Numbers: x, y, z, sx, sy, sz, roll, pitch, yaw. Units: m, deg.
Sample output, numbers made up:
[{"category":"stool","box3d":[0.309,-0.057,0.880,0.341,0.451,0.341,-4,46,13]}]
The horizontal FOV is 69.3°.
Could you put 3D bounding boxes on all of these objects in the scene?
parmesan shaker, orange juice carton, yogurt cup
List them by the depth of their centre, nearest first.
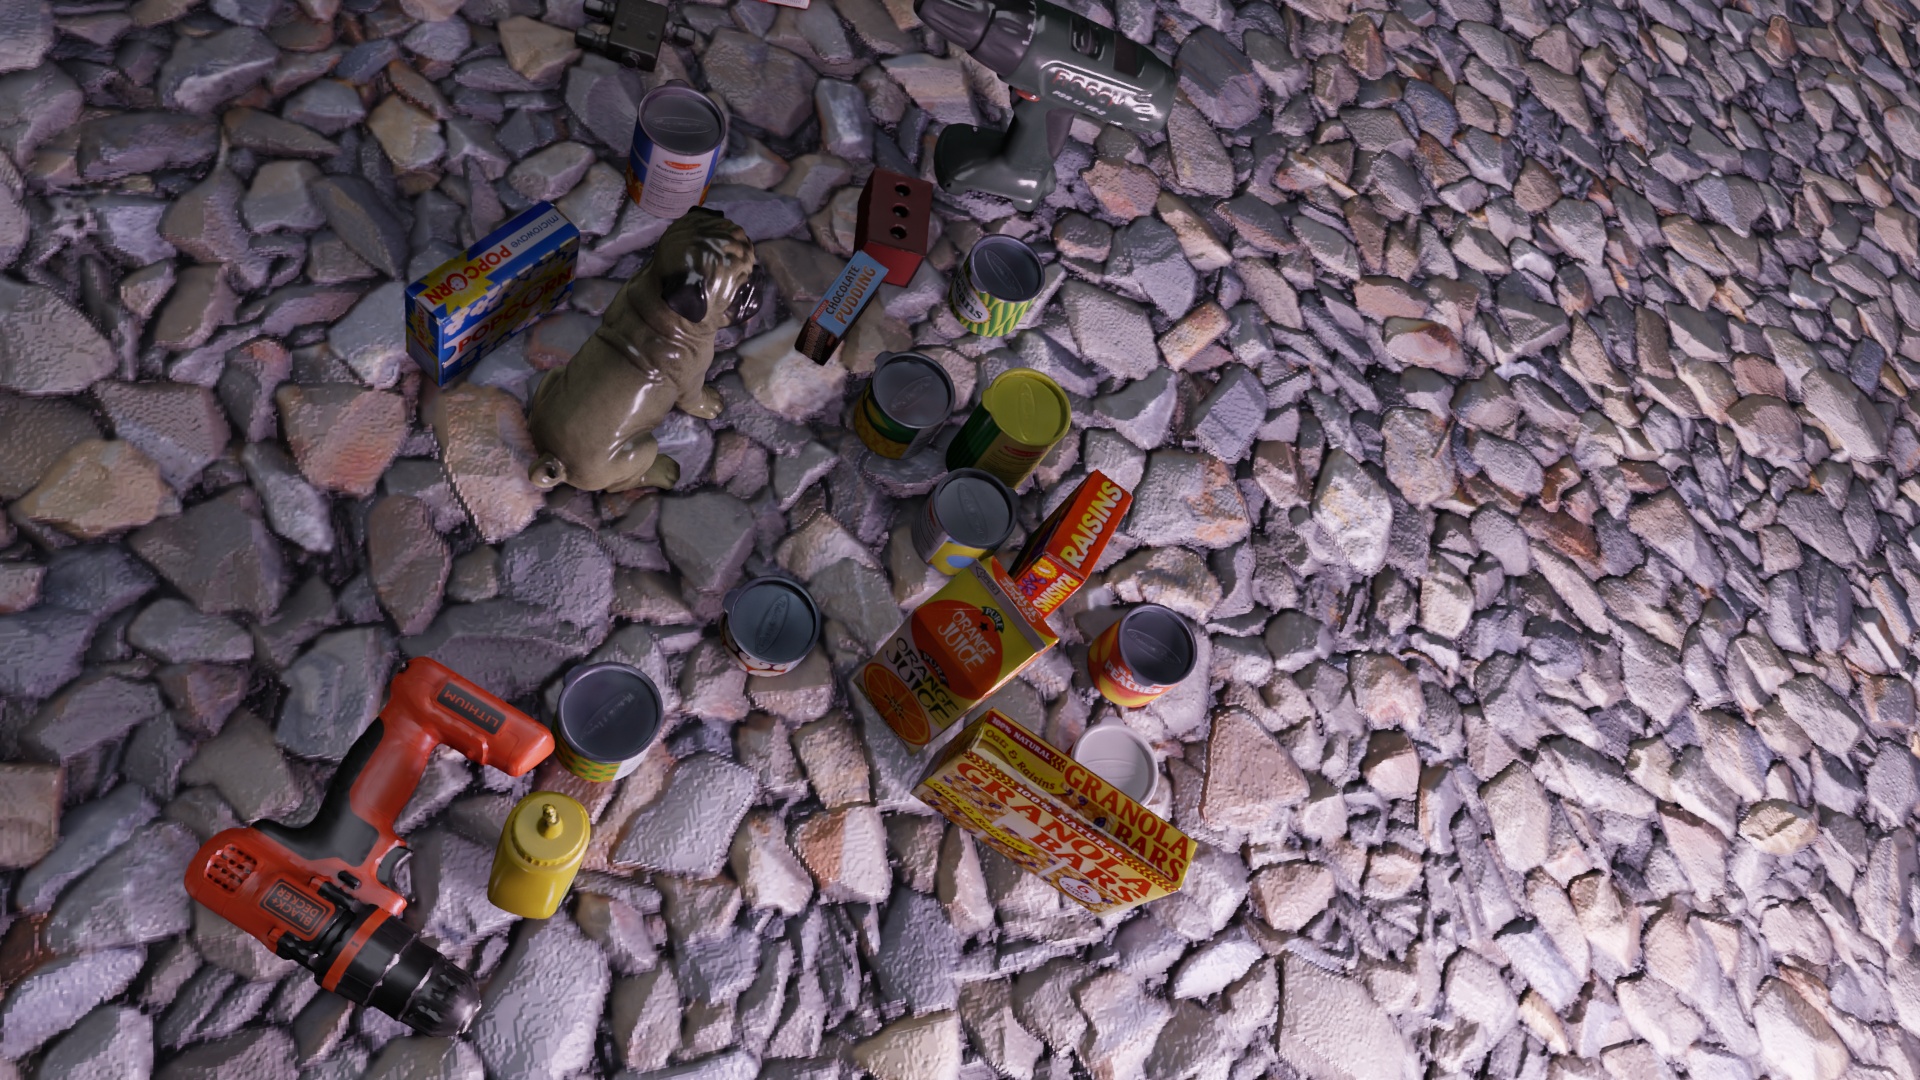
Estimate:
[{"category":"orange juice carton","box3d":[0.000,0.074,0.932,0.073,0.191,0.072,-34,82,-30]},{"category":"yogurt cup","box3d":[0.102,0.171,1.008,0.072,0.053,0.072,8,64,-18]},{"category":"parmesan shaker","box3d":[0.032,-0.080,1.067,0.071,0.102,0.071,8,64,-18]}]

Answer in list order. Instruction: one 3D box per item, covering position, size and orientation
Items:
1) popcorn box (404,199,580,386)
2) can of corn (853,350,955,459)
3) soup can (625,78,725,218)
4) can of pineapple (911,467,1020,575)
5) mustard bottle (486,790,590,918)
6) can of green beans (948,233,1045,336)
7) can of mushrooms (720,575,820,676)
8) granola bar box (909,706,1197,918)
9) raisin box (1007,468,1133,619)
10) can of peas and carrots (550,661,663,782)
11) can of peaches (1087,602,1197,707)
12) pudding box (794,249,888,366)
[{"category":"popcorn box","box3d":[-0.330,-0.175,0.981,0.038,0.085,0.127,44,59,2]},{"category":"can of corn","box3d":[-0.046,-0.106,1.074,0.071,0.058,0.071,8,64,-18]},{"category":"soup can","box3d":[-0.223,-0.304,1.082,0.071,0.083,0.071,8,64,-18]},{"category":"can of pineapple","box3d":[0.004,-0.013,1.052,0.071,0.057,0.071,8,64,-18]},{"category":"mustard bottle","box3d":[-0.244,0.179,0.809,0.049,0.159,0.065,20,62,-12]},{"category":"can of green beans","box3d":[0.029,-0.211,1.152,0.071,0.057,0.071,8,64,-18]},{"category":"can of mushrooms","box3d":[-0.136,0.059,0.978,0.071,0.033,0.071,8,64,-18]},{"category":"granola bar box","box3d":[0.061,0.187,0.943,0.165,0.123,0.039,34,60,-4]},{"category":"raisin box","box3d":[0.071,0.011,1.029,0.040,0.123,0.086,36,59,-3]},{"category":"can of peas and carrots","box3d":[-0.232,0.117,0.901,0.071,0.058,0.071,8,64,-18]},{"category":"can of peaches","box3d":[0.136,0.090,1.056,0.071,0.057,0.071,8,64,-18]},{"category":"pudding box","box3d":[-0.094,-0.184,1.097,0.030,0.049,0.084,34,59,-4]}]
